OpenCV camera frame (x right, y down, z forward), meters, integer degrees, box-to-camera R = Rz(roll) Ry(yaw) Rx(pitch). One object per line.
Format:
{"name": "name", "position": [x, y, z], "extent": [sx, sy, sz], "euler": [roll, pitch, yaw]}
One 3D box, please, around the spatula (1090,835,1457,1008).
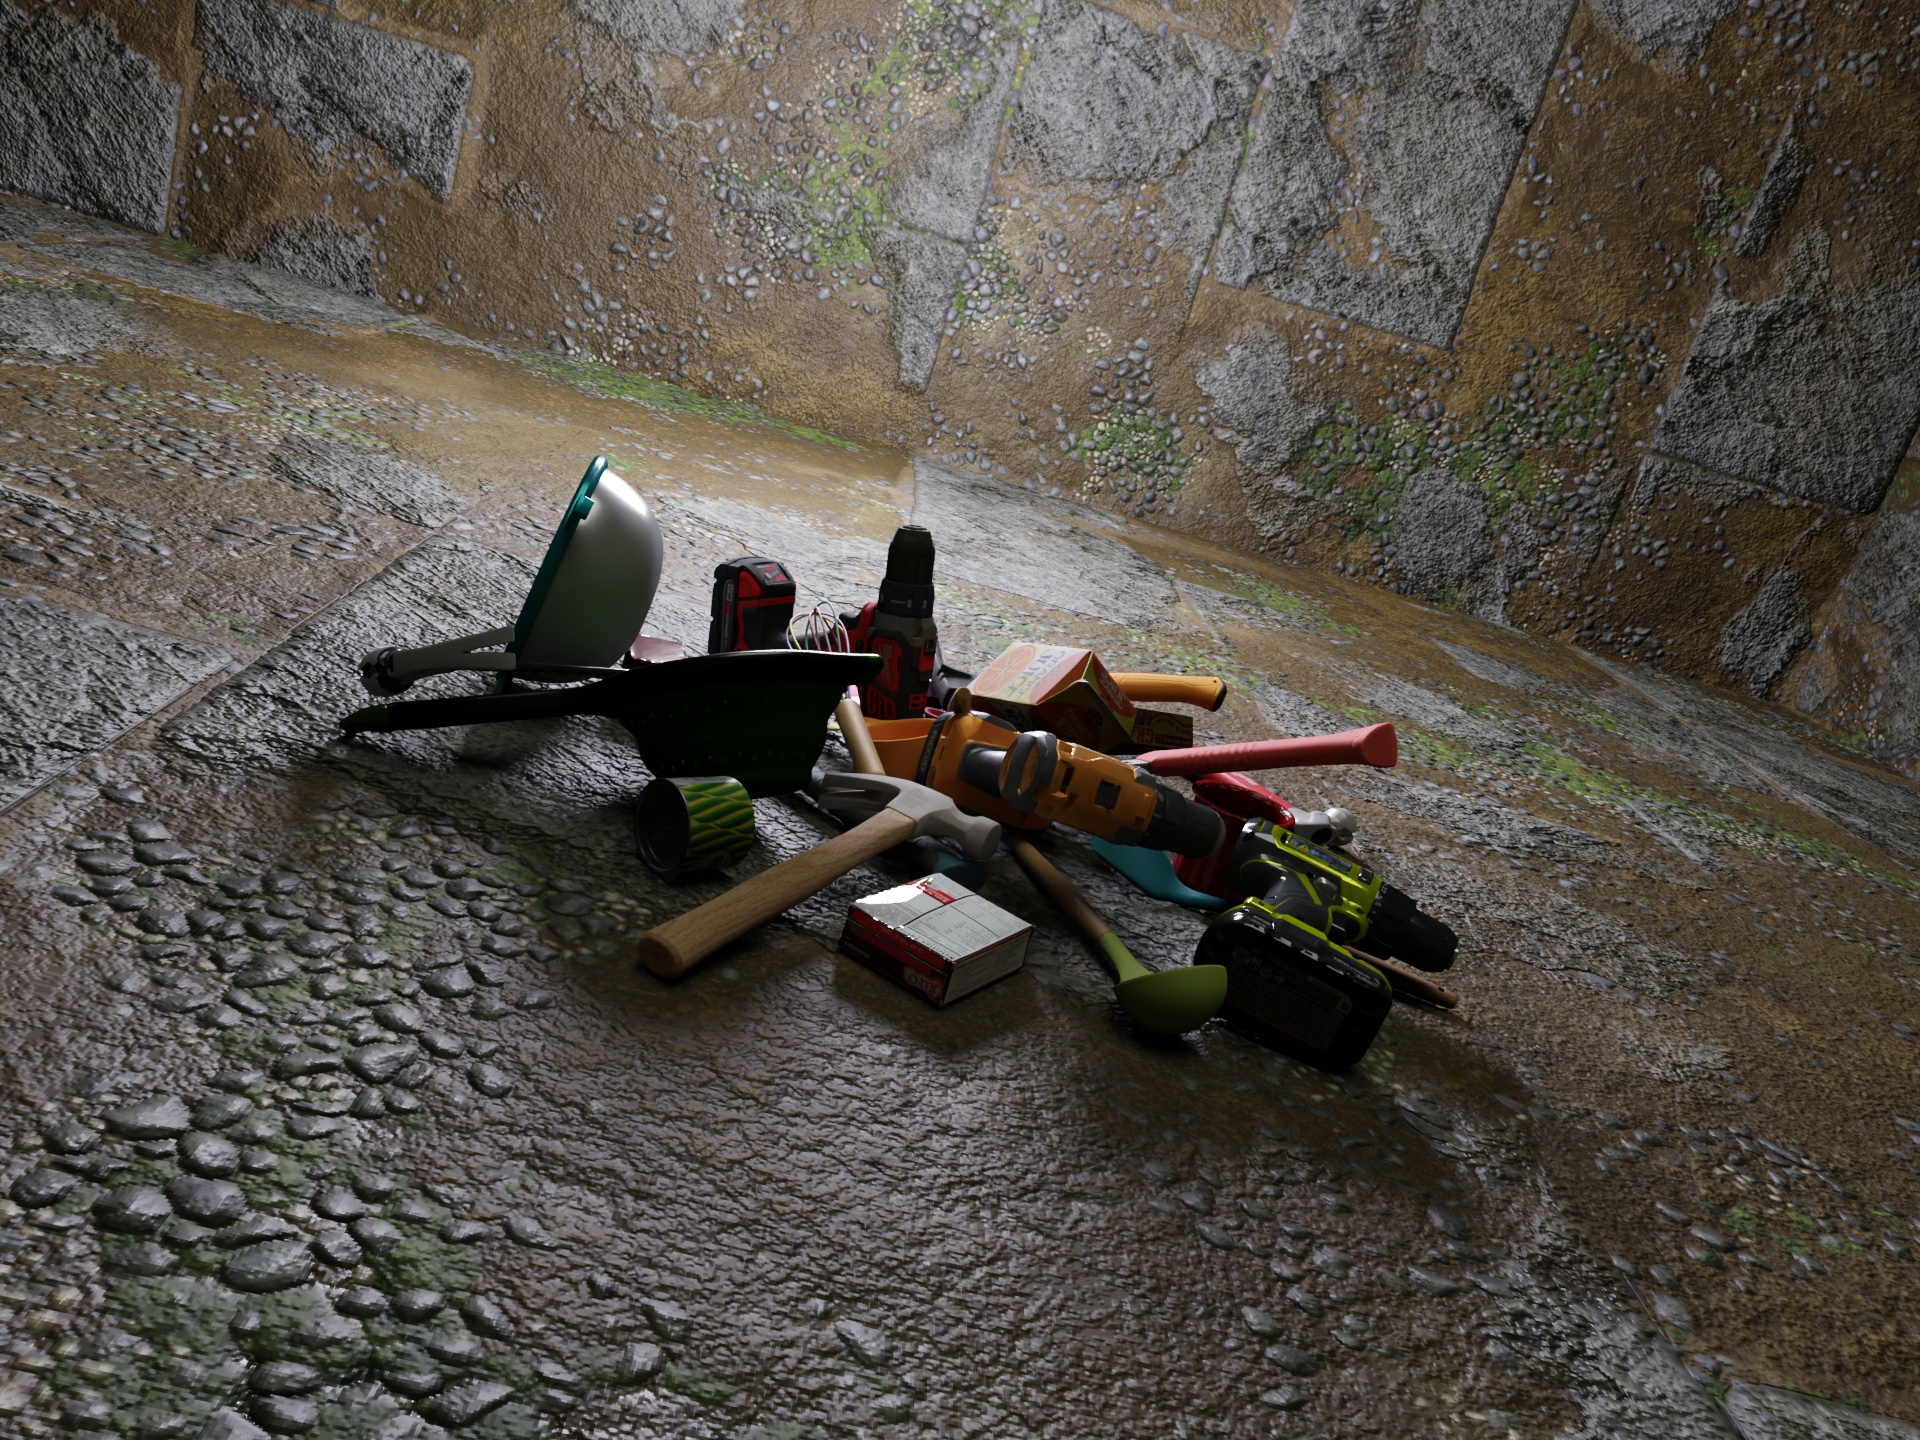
{"name": "spatula", "position": [0.255, 0.160, 1.301], "extent": [0.317, 0.044, 0.082], "euler": [22, 31, 12]}

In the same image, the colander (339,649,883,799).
{"name": "colander", "position": [-0.251, 0.019, 1.188], "extent": [0.397, 0.094, 0.204], "euler": [-5, -7, -11]}

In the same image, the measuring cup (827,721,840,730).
{"name": "measuring cup", "position": [-0.183, -0.020, 1.465], "extent": [0.156, 0.029, 0.062], "euler": [13, 17, -8]}

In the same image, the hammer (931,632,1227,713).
{"name": "hammer", "position": [0.130, -0.041, 1.706], "extent": [0.336, 0.034, 0.127], "euler": [2, 38, -20]}

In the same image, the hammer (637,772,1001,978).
{"name": "hammer", "position": [-0.104, 0.102, 1.096], "extent": [0.130, 0.031, 0.331], "euler": [24, 25, 23]}

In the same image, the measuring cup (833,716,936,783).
{"name": "measuring cup", "position": [-0.070, 0.028, 1.400], "extent": [0.095, 0.052, 0.174], "euler": [-11, 11, -27]}

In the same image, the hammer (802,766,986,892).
{"name": "hammer", "position": [-0.111, 0.056, 1.293], "extent": [0.331, 0.033, 0.128], "euler": [29, 22, 35]}

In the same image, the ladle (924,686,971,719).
{"name": "ladle", "position": [-0.002, -0.005, 1.421], "extent": [0.069, 0.031, 0.315], "euler": [27, -6, 1]}

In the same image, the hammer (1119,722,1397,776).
{"name": "hammer", "position": [0.199, 0.035, 1.385], "extent": [0.359, 0.036, 0.149], "euler": [-6, 5, 28]}

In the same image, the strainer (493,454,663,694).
{"name": "strainer", "position": [-0.312, -0.135, 1.410], "extent": [0.095, 0.211, 0.341], "euler": [25, 19, -12]}

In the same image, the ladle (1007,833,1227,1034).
{"name": "ladle", "position": [0.101, 0.142, 1.190], "extent": [0.078, 0.062, 0.320], "euler": [-3, 20, -20]}

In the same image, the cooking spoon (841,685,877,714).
{"name": "cooking spoon", "position": [-0.080, 0.005, 1.511], "extent": [0.068, 0.017, 0.319], "euler": [-2, 23, -25]}

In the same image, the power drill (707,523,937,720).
{"name": "power drill", "position": [-0.122, -0.102, 1.497], "extent": [0.227, 0.188, 0.080], "euler": [14, 14, 27]}

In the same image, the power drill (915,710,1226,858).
{"name": "power drill", "position": [0.084, 0.056, 1.245], "extent": [0.185, 0.084, 0.226], "euler": [20, -5, -25]}

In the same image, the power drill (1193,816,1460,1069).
{"name": "power drill", "position": [0.277, 0.167, 1.198], "extent": [0.190, 0.080, 0.228], "euler": [27, 24, 12]}

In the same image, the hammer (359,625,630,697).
{"name": "hammer", "position": [-0.256, -0.038, 1.275], "extent": [0.149, 0.036, 0.408], "euler": [-8, -7, 39]}

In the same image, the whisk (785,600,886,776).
{"name": "whisk", "position": [-0.098, -0.024, 1.350], "extent": [0.047, 0.051, 0.245], "euler": [33, 21, -38]}

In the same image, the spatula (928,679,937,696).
{"name": "spatula", "position": [0.049, -0.039, 1.717], "extent": [0.315, 0.018, 0.060], "euler": [-1, 25, -24]}

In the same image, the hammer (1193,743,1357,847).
{"name": "hammer", "position": [0.230, 0.036, 1.680], "extent": [0.143, 0.038, 0.387], "euler": [1, 23, -39]}
